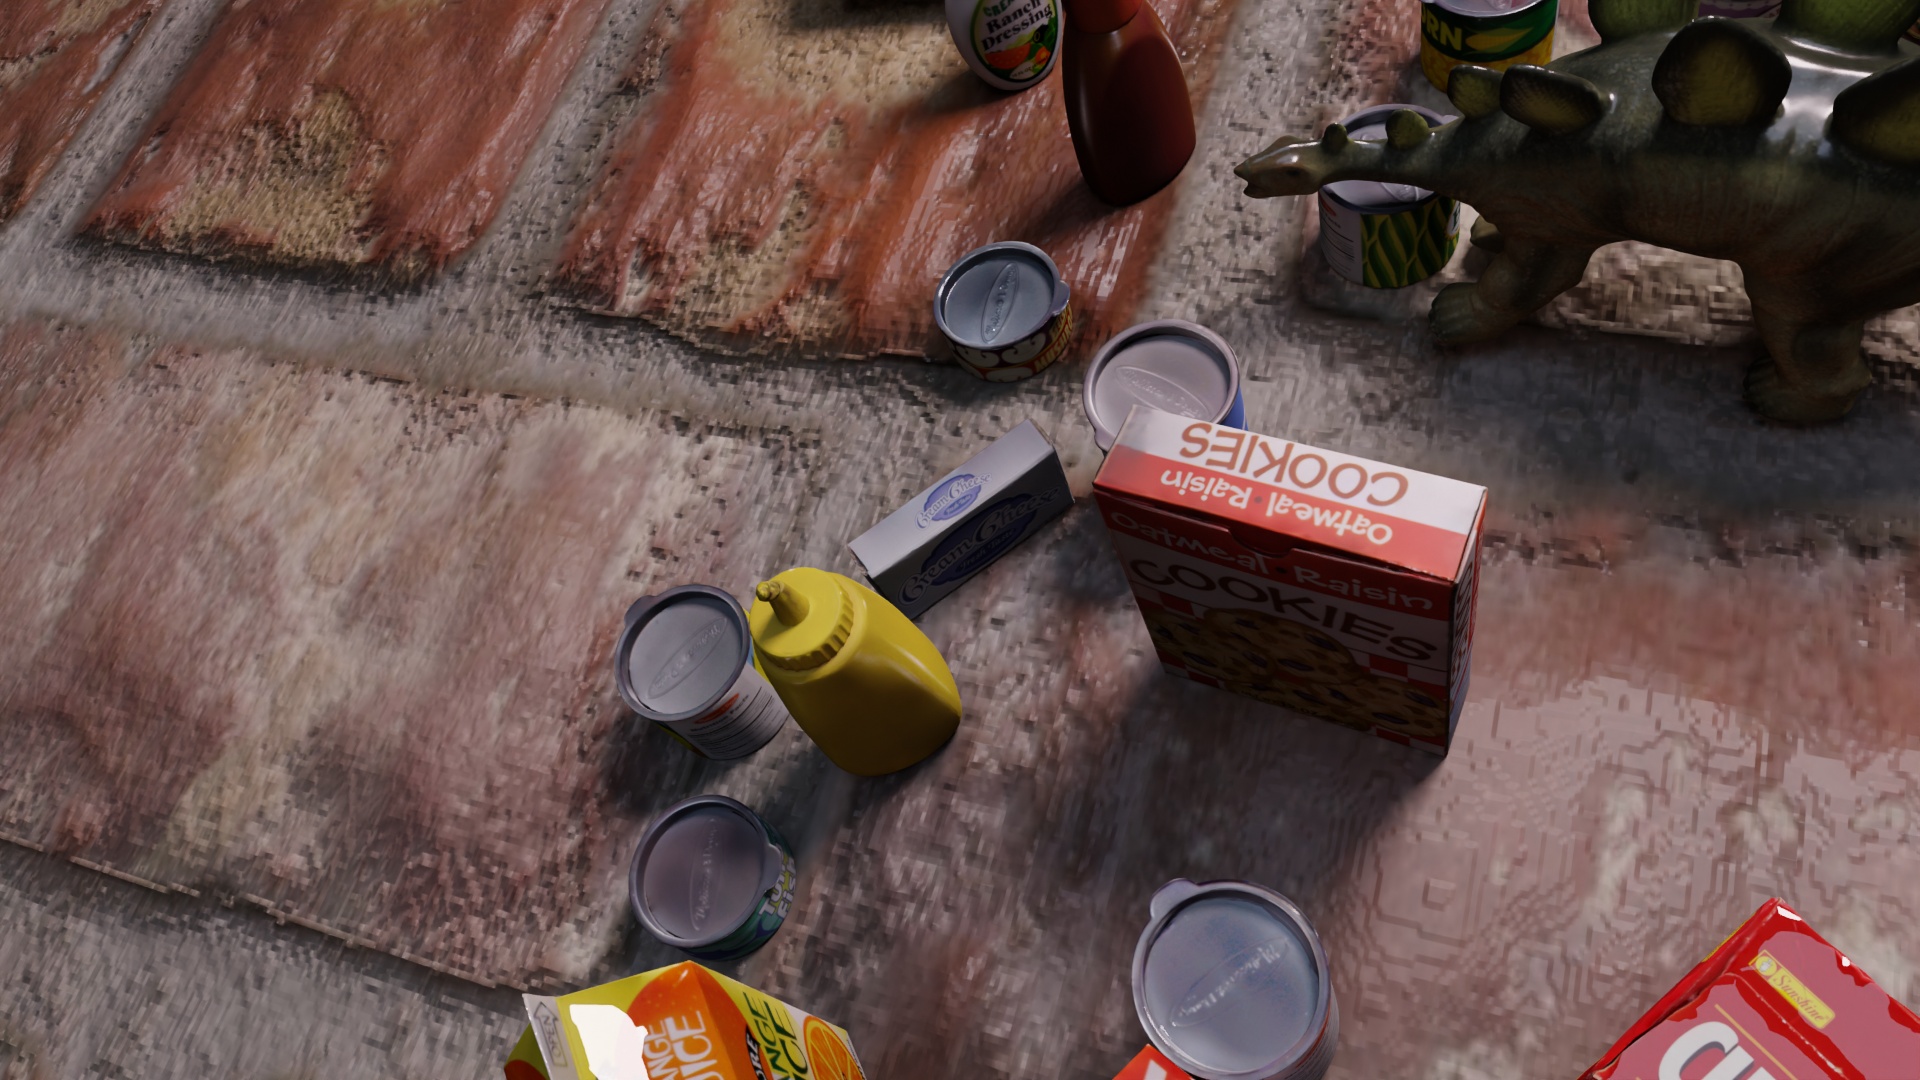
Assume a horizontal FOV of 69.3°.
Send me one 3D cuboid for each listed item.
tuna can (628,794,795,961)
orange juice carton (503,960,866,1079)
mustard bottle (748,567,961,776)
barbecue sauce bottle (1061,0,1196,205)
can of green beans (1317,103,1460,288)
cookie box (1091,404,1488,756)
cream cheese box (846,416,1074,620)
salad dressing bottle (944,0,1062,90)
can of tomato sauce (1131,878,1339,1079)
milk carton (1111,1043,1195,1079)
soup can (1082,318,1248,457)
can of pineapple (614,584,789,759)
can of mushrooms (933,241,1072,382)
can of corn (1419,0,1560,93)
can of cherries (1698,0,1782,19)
[{"bbox_3d":[-0.105,0.147,0.604,0.071,0.032,0.071,-8,60,14],"label":"tuna can"},{"bbox_3d":[-0.088,0.203,0.474,0.073,0.192,0.072,-30,58,0],"label":"orange juice carton"},{"bbox_3d":[-0.048,0.048,0.565,0.065,0.159,0.049,-31,58,0],"label":"mustard bottle"},{"bbox_3d":[0.078,-0.236,0.688,0.065,0.148,0.044,-38,58,-5],"label":"barbecue sauce bottle"},{"bbox_3d":[0.204,-0.163,0.661,0.071,0.057,0.071,-8,61,14],"label":"can of green beans"},{"bbox_3d":[0.127,0.021,0.521,0.123,0.167,0.040,16,69,25],"label":"cookie box"},{"bbox_3d":[0.002,-0.008,0.643,0.104,0.053,0.024,-35,58,-3],"label":"cream cheese box"},{"bbox_3d":[0.015,-0.312,0.750,0.064,0.147,0.044,-29,58,1],"label":"salad dressing bottle"},{"bbox_3d":[0.100,0.164,0.501,0.071,0.082,0.071,-8,61,14],"label":"can of tomato sauce"},{"bbox_3d":[0.071,0.211,0.420,0.072,0.190,0.073,33,76,29],"label":"milk carton"},{"bbox_3d":[0.093,-0.046,0.617,0.071,0.083,0.071,-8,61,14],"label":"soup can"},{"bbox_3d":[-0.117,0.060,0.641,0.071,0.057,0.071,-8,61,14],"label":"can of pineapple"},{"bbox_3d":[0.024,-0.116,0.707,0.071,0.033,0.071,-8,60,14],"label":"can of mushrooms"},{"bbox_3d":[0.263,-0.265,0.698,0.071,0.058,0.071,-8,61,14],"label":"can of corn"},{"bbox_3d":[0.370,-0.257,0.660,0.071,0.058,0.072,-8,61,14],"label":"can of cherries"}]
